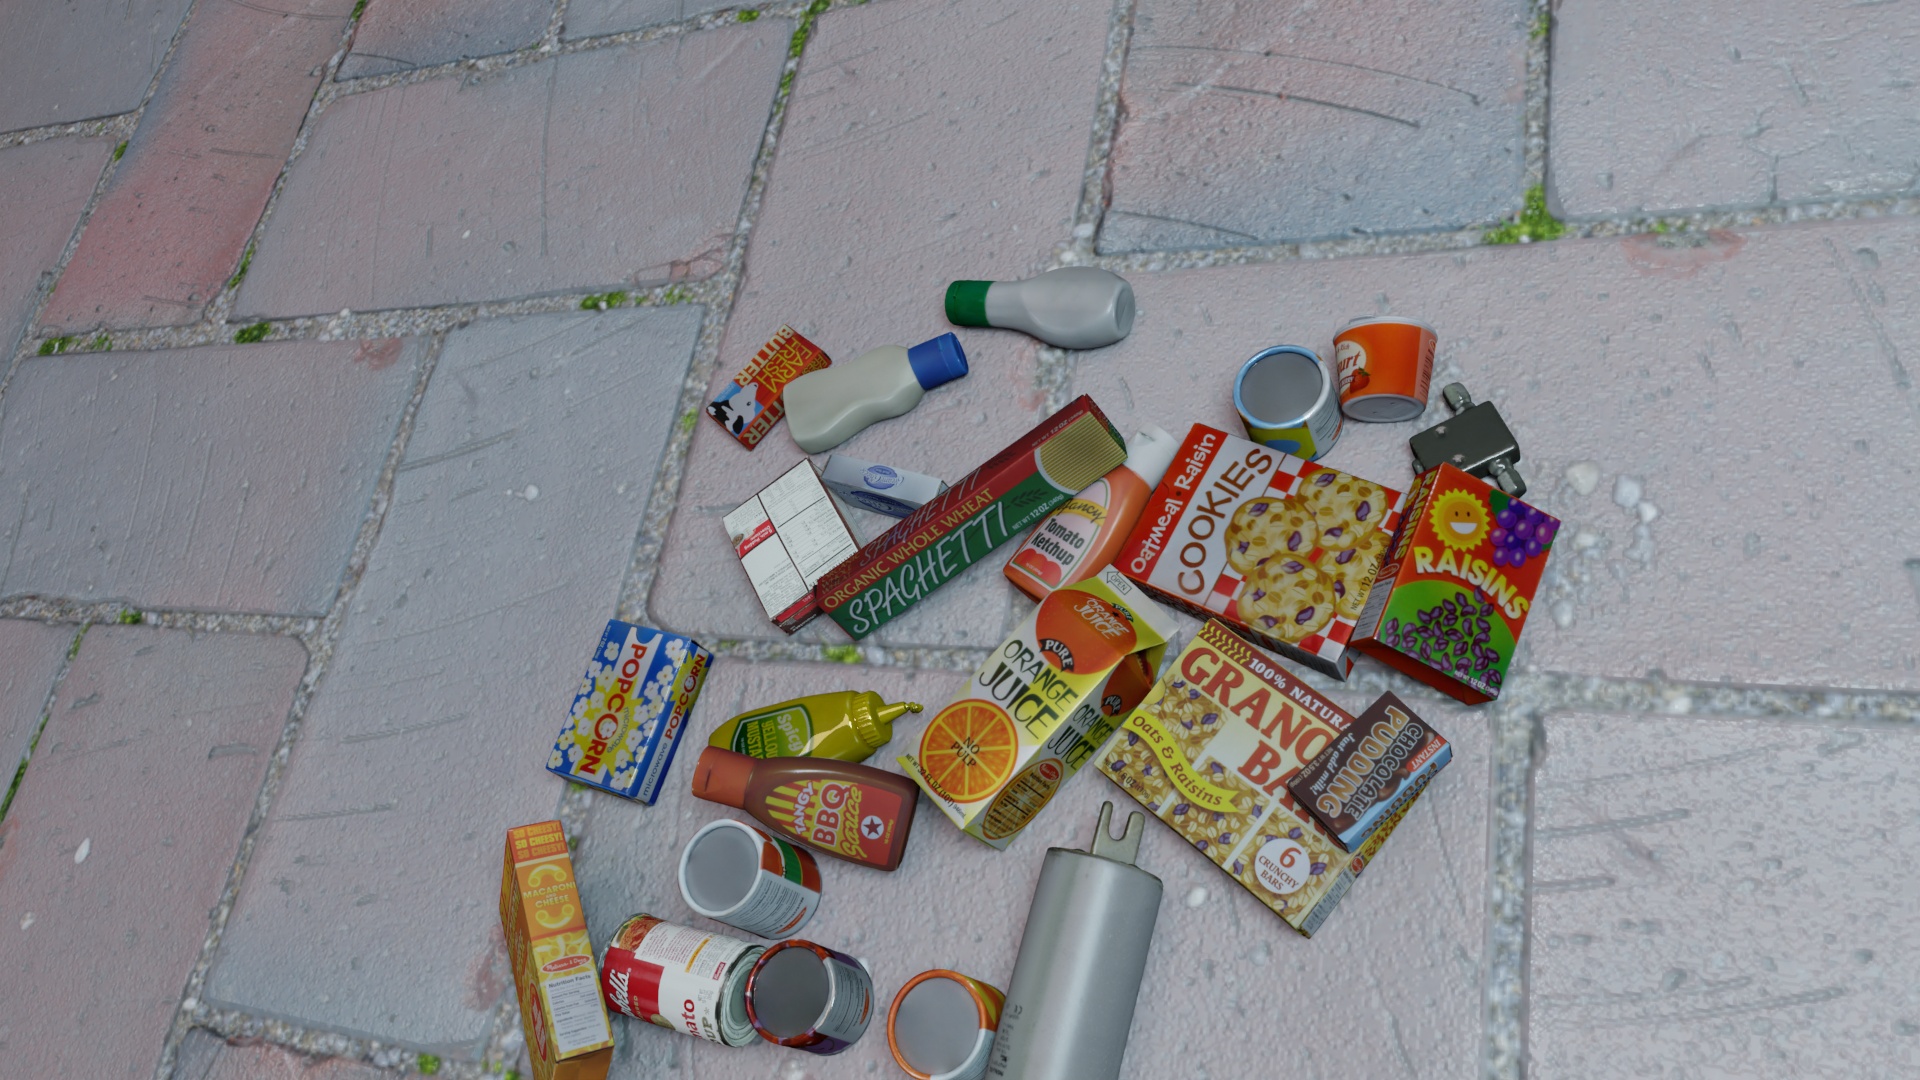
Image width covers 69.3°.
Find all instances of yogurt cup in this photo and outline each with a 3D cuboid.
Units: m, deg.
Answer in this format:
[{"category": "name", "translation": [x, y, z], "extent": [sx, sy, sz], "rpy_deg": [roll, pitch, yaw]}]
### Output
[{"category": "yogurt cup", "translation": [0.284, -0.113, 0.932], "extent": [0.072, 0.072, 0.054], "rpy_deg": [-1, 74, 24]}]

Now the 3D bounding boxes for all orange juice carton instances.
[{"category": "orange juice carton", "translation": [0.057, 0.106, 0.917], "extent": [0.193, 0.073, 0.072], "rpy_deg": [-47, 57, -2]}]

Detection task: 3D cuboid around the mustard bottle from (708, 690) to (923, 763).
[{"category": "mustard bottle", "translation": [-0.101, 0.139, 0.987], "extent": [0.160, 0.048, 0.065], "rpy_deg": [-21, 62, 14]}]

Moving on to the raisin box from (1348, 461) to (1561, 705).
[{"category": "raisin box", "translation": [0.302, 0.026, 0.847], "extent": [0.086, 0.040, 0.123], "rpy_deg": [26, 76, -1]}]

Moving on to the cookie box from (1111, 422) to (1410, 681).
[{"category": "cookie box", "translation": [0.203, 0.003, 0.923], "extent": [0.167, 0.040, 0.123], "rpy_deg": [24, 77, 32]}]

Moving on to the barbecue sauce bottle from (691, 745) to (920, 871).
[{"category": "barbecue sauce bottle", "translation": [-0.106, 0.175, 0.940], "extent": [0.148, 0.044, 0.064], "rpy_deg": [14, 97, 5]}]

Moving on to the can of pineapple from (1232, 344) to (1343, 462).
[{"category": "can of pineapple", "translation": [0.223, -0.092, 0.952], "extent": [0.071, 0.057, 0.071], "rpy_deg": [-10, 62, 20]}]

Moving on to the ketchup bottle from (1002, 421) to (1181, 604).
[{"category": "ketchup bottle", "translation": [0.098, -0.016, 0.978], "extent": [0.149, 0.043, 0.065], "rpy_deg": [-50, 47, -6]}]

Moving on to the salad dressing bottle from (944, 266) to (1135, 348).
[{"category": "salad dressing bottle", "translation": [0.060, -0.182, 1.079], "extent": [0.147, 0.044, 0.064], "rpy_deg": [8, 71, 28]}]

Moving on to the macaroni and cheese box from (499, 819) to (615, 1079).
[{"category": "macaroni and cheese box", "translation": [-0.279, 0.295, 0.951], "extent": [0.040, 0.123, 0.167], "rpy_deg": [-6, 52, -26]}]

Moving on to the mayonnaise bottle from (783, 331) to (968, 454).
[{"category": "mayonnaise bottle", "translation": [-0.067, -0.122, 1.108], "extent": [0.148, 0.041, 0.065], "rpy_deg": [-21, 60, 13]}]

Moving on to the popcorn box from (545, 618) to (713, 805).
[{"category": "popcorn box", "translation": [-0.253, 0.131, 1.066], "extent": [0.085, 0.038, 0.127], "rpy_deg": [10, 70, 29]}]

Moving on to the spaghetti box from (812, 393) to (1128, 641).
[{"category": "spaghetti box", "translation": [0.004, -0.012, 0.989], "extent": [0.249, 0.050, 0.029], "rpy_deg": [-34, 28, 17]}]

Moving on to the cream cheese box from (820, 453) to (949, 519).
[{"category": "cream cheese box", "translation": [-0.049, -0.036, 1.048], "extent": [0.104, 0.053, 0.024], "rpy_deg": [15, 75, 29]}]

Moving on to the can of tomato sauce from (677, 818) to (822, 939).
[{"category": "can of tomato sauce", "translation": [-0.143, 0.229, 0.941], "extent": [0.071, 0.083, 0.071], "rpy_deg": [-10, 62, 19]}]

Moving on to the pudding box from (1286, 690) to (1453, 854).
[{"category": "pudding box", "translation": [0.236, 0.134, 0.802], "extent": [0.084, 0.030, 0.050], "rpy_deg": [-42, 57, -1]}]

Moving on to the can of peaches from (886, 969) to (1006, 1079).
[{"category": "can of peaches", "translation": [-0.006, 0.301, 0.859], "extent": [0.071, 0.058, 0.071], "rpy_deg": [-10, 63, 20]}]

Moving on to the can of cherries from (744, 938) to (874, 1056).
[{"category": "can of cherries", "translation": [-0.100, 0.297, 0.902], "extent": [0.071, 0.058, 0.072], "rpy_deg": [-10, 62, 19]}]

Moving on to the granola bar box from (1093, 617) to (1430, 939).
[{"category": "granola bar box", "translation": [0.184, 0.143, 0.863], "extent": [0.166, 0.039, 0.124], "rpy_deg": [36, 83, 33]}]

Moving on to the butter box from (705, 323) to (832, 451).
[{"category": "butter box", "translation": [-0.161, -0.129, 1.162], "extent": [0.103, 0.024, 0.053], "rpy_deg": [-48, 56, -4]}]
